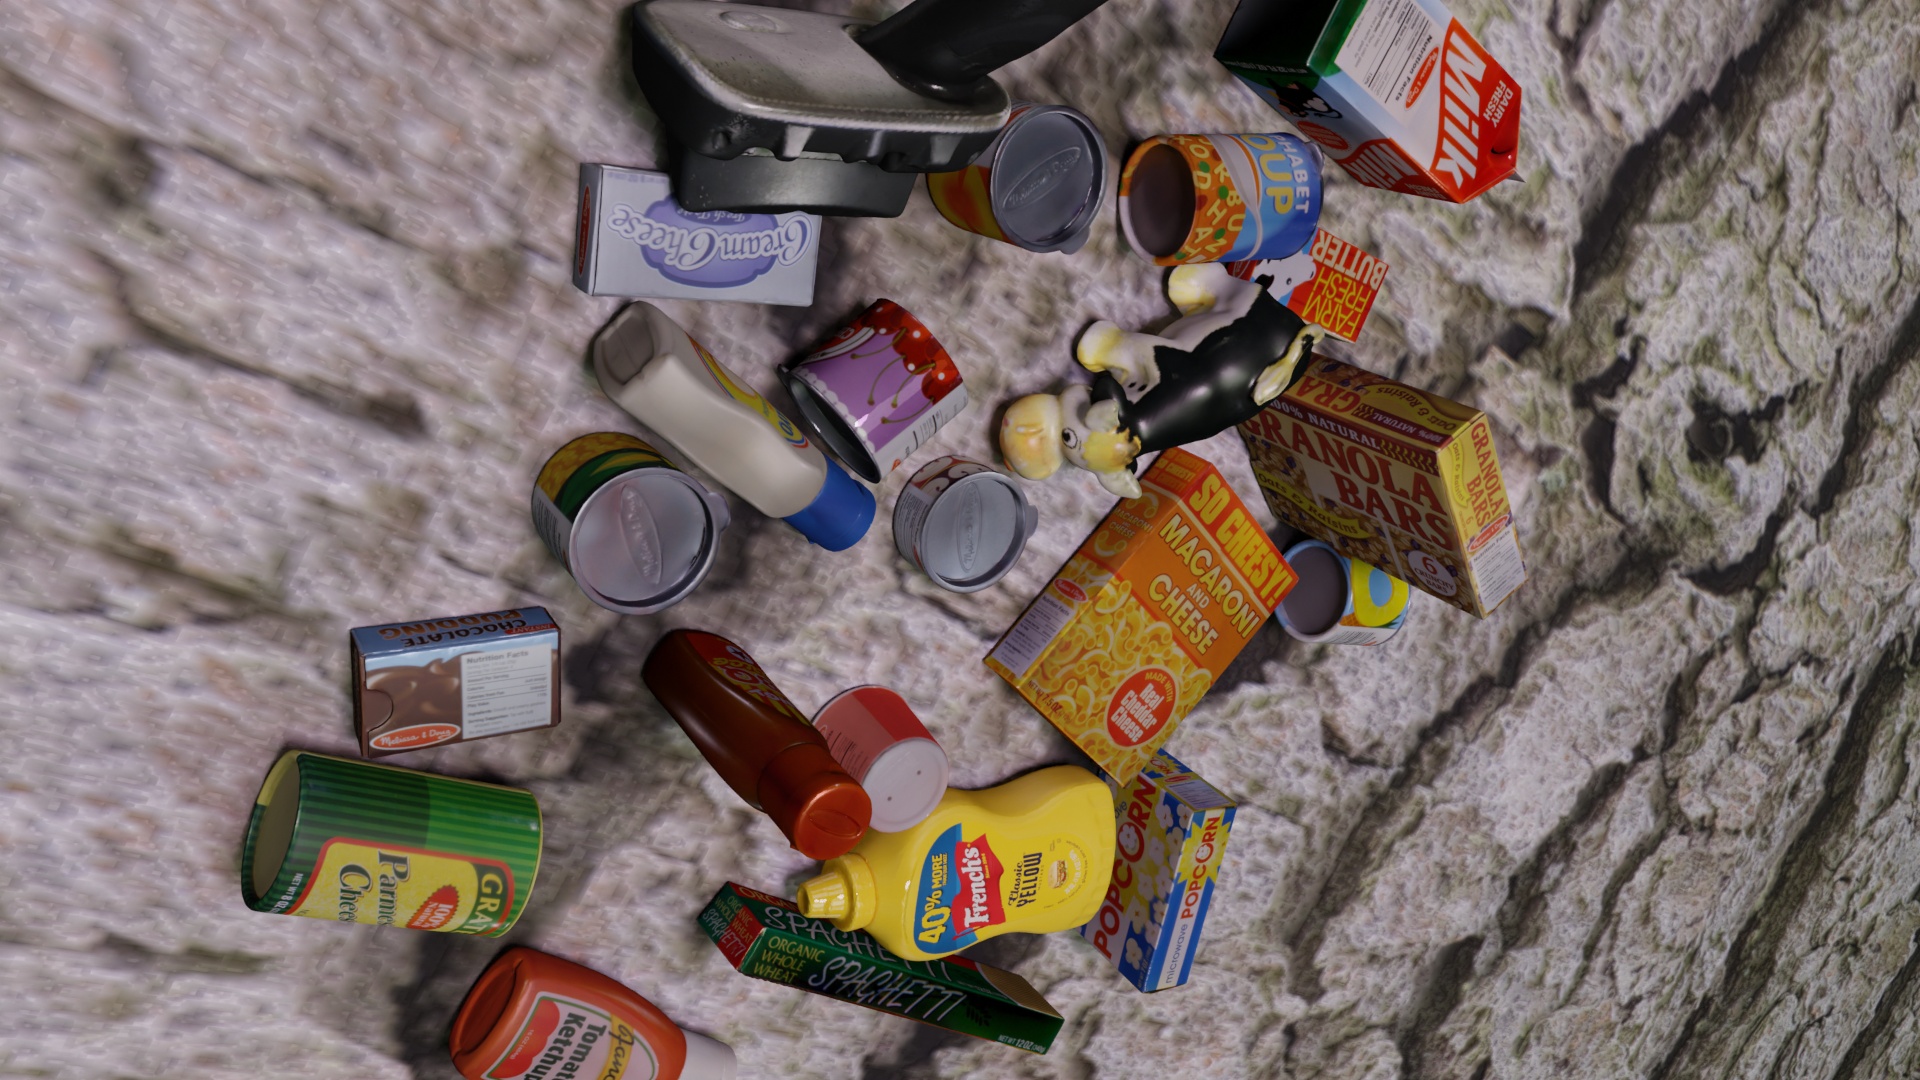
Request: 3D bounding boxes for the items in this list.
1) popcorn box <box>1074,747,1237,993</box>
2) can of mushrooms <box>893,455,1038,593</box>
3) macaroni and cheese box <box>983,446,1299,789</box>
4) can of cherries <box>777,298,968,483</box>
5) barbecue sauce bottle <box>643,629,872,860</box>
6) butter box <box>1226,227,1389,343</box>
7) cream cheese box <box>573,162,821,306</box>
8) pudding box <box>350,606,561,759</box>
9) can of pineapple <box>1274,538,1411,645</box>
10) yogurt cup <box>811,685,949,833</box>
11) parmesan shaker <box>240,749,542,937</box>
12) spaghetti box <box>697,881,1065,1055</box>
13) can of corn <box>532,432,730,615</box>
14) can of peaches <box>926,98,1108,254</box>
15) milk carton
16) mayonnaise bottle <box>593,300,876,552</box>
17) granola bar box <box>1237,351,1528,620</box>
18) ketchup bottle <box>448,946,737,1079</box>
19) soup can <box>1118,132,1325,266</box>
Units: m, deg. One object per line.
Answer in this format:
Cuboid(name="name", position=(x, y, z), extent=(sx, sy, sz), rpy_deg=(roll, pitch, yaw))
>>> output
Cuboid(name="popcorn box", position=(0.113, 0.198, 0.850), extent=(0.038, 0.085, 0.126), rpy_deg=(2, 109, -34))
Cuboid(name="can of mushrooms", position=(0.003, -0.009, 0.721), extent=(0.071, 0.033, 0.070), rpy_deg=(-13, 116, -29))
Cuboid(name="macaroni and cheese box", position=(0.109, 0.045, 0.811), extent=(0.166, 0.040, 0.123), rpy_deg=(-49, 128, -6))
Cuboid(name="can of cherries", position=(-0.040, -0.072, 0.645), extent=(0.058, 0.071, 0.071), rpy_deg=(-42, 127, -12))
Cuboid(name="barbecue sauce bottle", position=(-0.090, 0.091, 0.626), extent=(0.065, 0.149, 0.043), rpy_deg=(32, 91, -38))
Cuboid(name="butter box", position=(0.198, -0.152, 0.798), extent=(0.103, 0.024, 0.053), rpy_deg=(13, 102, -37))
Cuboid(name="cream cheese box", position=(-0.111, -0.131, 0.598), extent=(0.104, 0.024, 0.053), rpy_deg=(-3, 112, -33))
Cuboid(name="pudding box", position=(-0.218, 0.060, 0.603), extent=(0.084, 0.030, 0.049), rpy_deg=(-7, 114, -32))
Cuboid(name="can of pineapple", position=(0.240, 0.031, 0.878), extent=(0.058, 0.071, 0.070), rpy_deg=(6, 106, -35))
Cuboid(name="yogurt cup", position=(-0.042, 0.117, 0.731), extent=(0.072, 0.054, 0.072), rpy_deg=(-13, 116, -29))
Cuboid(name="parmesan shaker", position=(-0.243, 0.133, 0.595), extent=(0.103, 0.071, 0.071), rpy_deg=(20, 98, -38))
Cuboid(name="spaghetti box", position=(-0.037, 0.248, 0.792), extent=(0.250, 0.050, 0.028), rpy_deg=(31, 89, -38))
Cuboid(name="can of corn", position=(-0.144, -0.010, 0.605), extent=(0.071, 0.058, 0.071), rpy_deg=(-14, 117, -29))
Cuboid(name="can of peaches", position=(0.027, -0.171, 0.653), extent=(0.071, 0.058, 0.071), rpy_deg=(-14, 117, -30))
Cuboid(name="milk carton", position=(0.234, -0.243, 0.753), extent=(0.190, 0.072, 0.073), rpy_deg=(23, 96, -37))
Cuboid(name="mayonnaise bottle", position=(-0.096, -0.045, 0.622), extent=(0.041, 0.065, 0.148), rpy_deg=(-44, 133, 7))
Cuboid(name="granola bar box", position=(0.226, -0.039, 0.775), extent=(0.039, 0.166, 0.123), rpy_deg=(-39, 127, -13))
Cuboid(name="ketchup bottle", position=(-0.179, 0.255, 0.704), extent=(0.148, 0.043, 0.065), rpy_deg=(36, 87, -39))
Cuboid(name="soup can", position=(0.135, -0.178, 0.715), extent=(0.084, 0.071, 0.071), rpy_deg=(-10, 115, -30))
